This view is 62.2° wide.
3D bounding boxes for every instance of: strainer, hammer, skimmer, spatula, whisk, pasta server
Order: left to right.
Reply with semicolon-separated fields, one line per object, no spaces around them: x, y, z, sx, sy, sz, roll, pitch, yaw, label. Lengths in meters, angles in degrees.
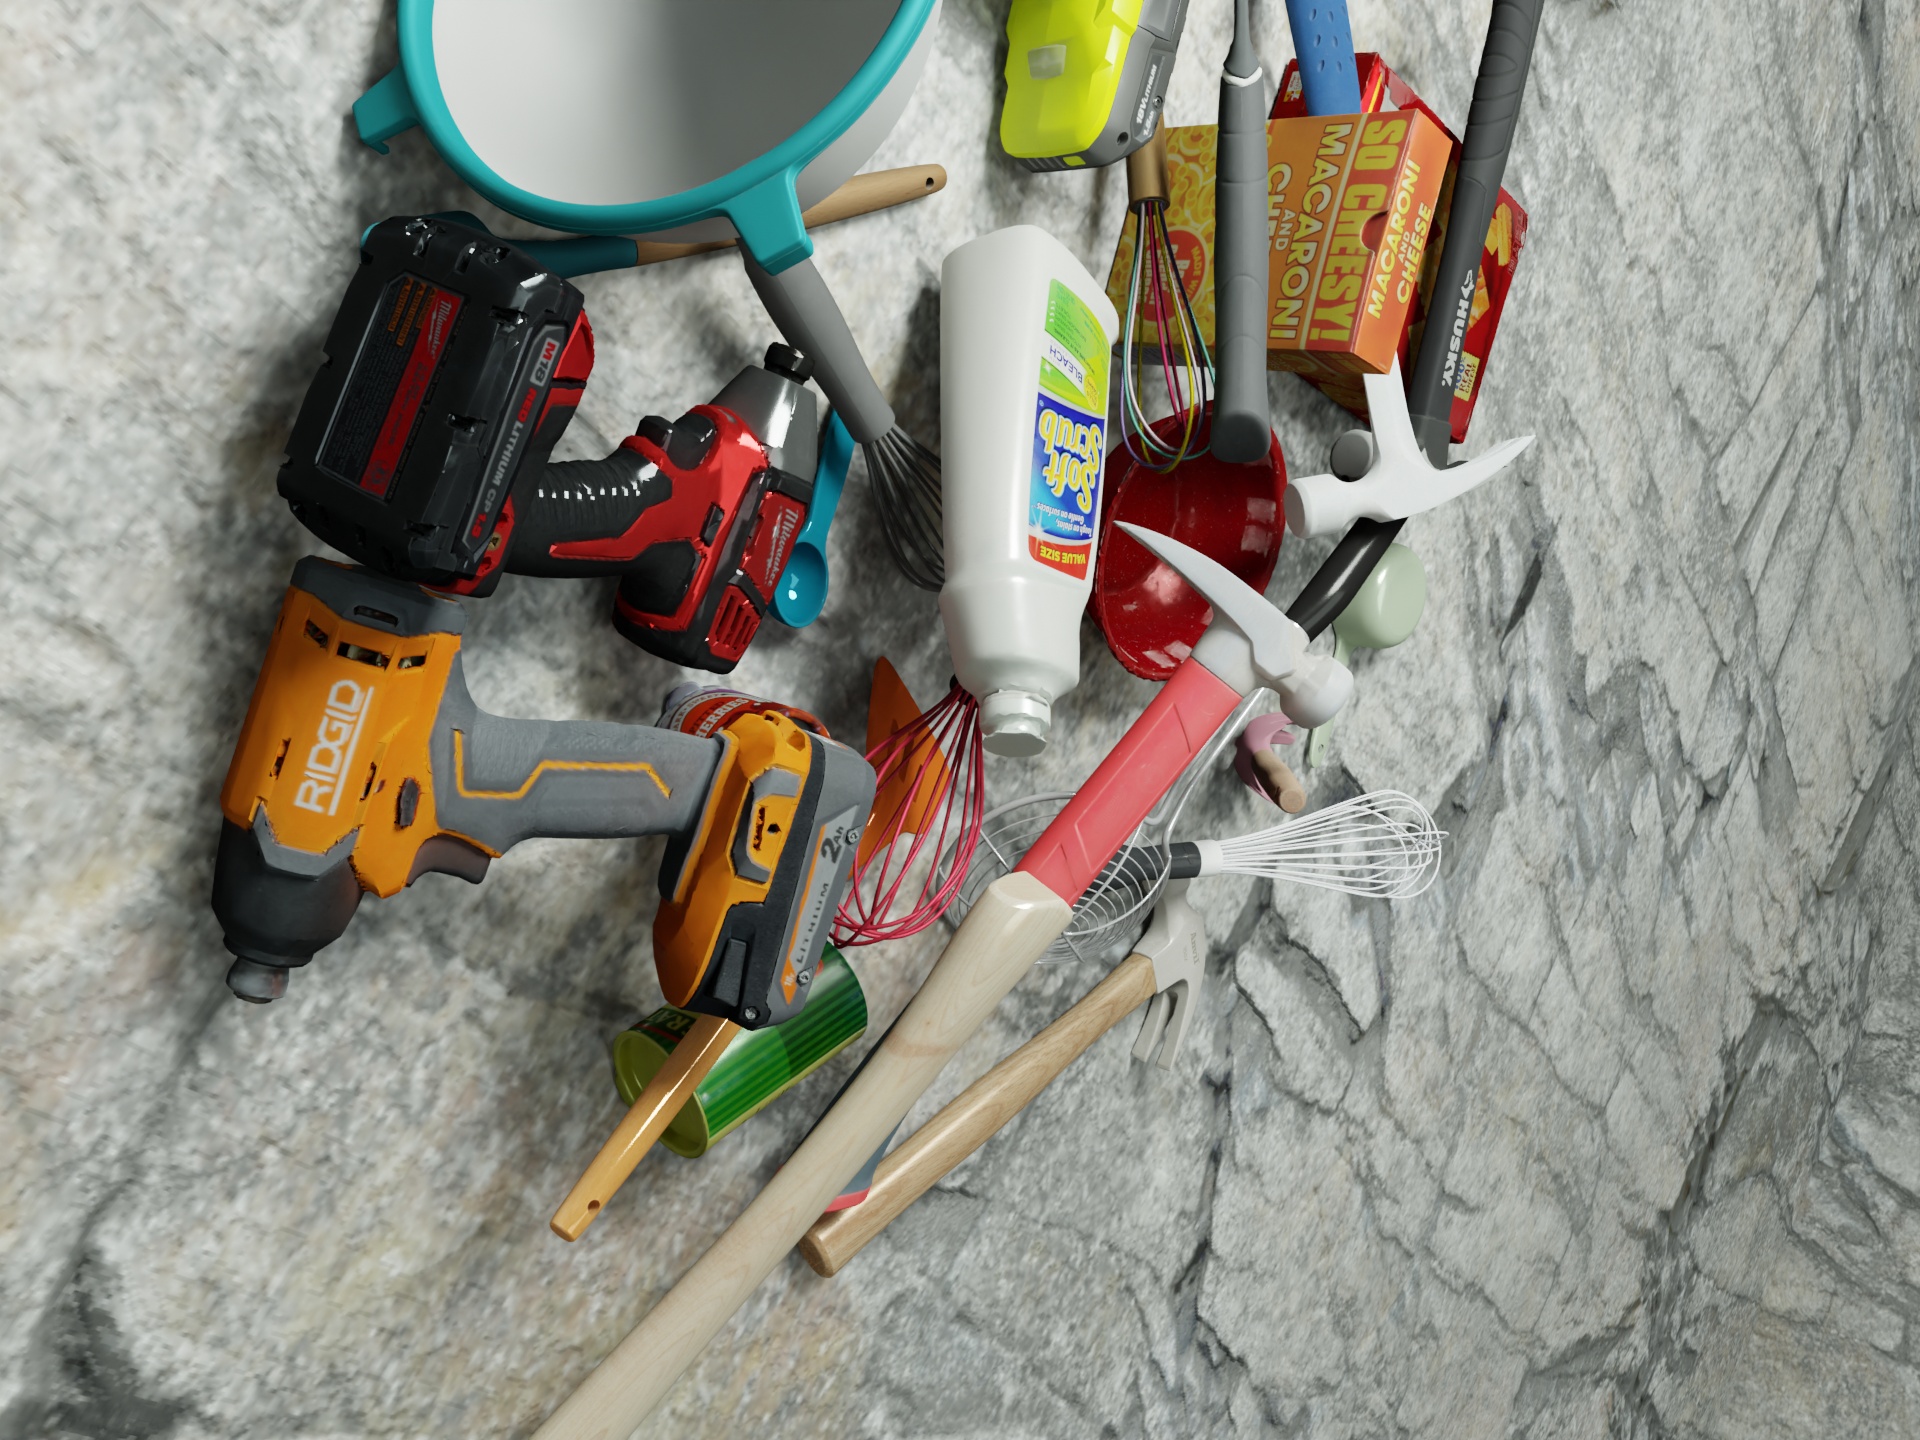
-0.111;-0.197;0.662;0.317;0.044;0.082;-29;134;-38;spatula
-0.085;0.097;0.724;0.323;0.041;0.081;-53;127;-36;spatula
-0.086;0.241;0.745;0.410;0.038;0.146;-48;138;-7;hammer
-0.064;-0.314;0.586;0.340;0.211;0.095;-66;159;-5;strainer
-0.040;-0.139;0.733;0.055;0.055;0.238;-54;137;-20;whisk
-0.001;-0.002;0.764;0.073;0.073;0.296;67;33;-33;whisk
0.022;0.086;0.797;0.143;0.038;0.386;37;96;-14;hammer
0.036;0.211;0.933;0.331;0.031;0.130;-33;122;-34;hammer
0.102;-0.245;0.815;0.047;0.051;0.245;60;27;-78;whisk
0.131;-0.010;0.899;0.363;0.090;0.127;-51;130;-16;skimmer
0.135;-0.332;0.775;0.149;0.036;0.409;-1;91;-82;hammer
0.176;0.081;0.972;0.284;0.070;0.070;-2;104;-22;whisk
0.183;0.029;0.911;0.316;0.040;0.060;-31;139;-82;pasta server
0.216;-0.313;0.880;0.144;0.035;0.405;-12;94;-11;hammer
0.309;-0.298;0.956;0.146;0.035;0.334;3;101;-42;hammer

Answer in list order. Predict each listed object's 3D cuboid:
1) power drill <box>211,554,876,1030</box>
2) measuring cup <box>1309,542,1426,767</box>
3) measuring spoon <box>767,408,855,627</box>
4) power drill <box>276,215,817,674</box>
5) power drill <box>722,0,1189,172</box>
-0.163;0.048;0.613;0.226;0.084;0.164;19;91;-22;power drill
0.280;-0.044;1.100;0.083;0.038;0.167;23;83;-46;measuring cup
-0.071;-0.106;0.752;0.042;0.021;0.129;33;68;-57;measuring spoon
-0.133;-0.101;0.610;0.219;0.079;0.143;14;100;-63;power drill
-0.004;-0.335;0.710;0.228;0.080;0.190;12;93;-44;power drill
